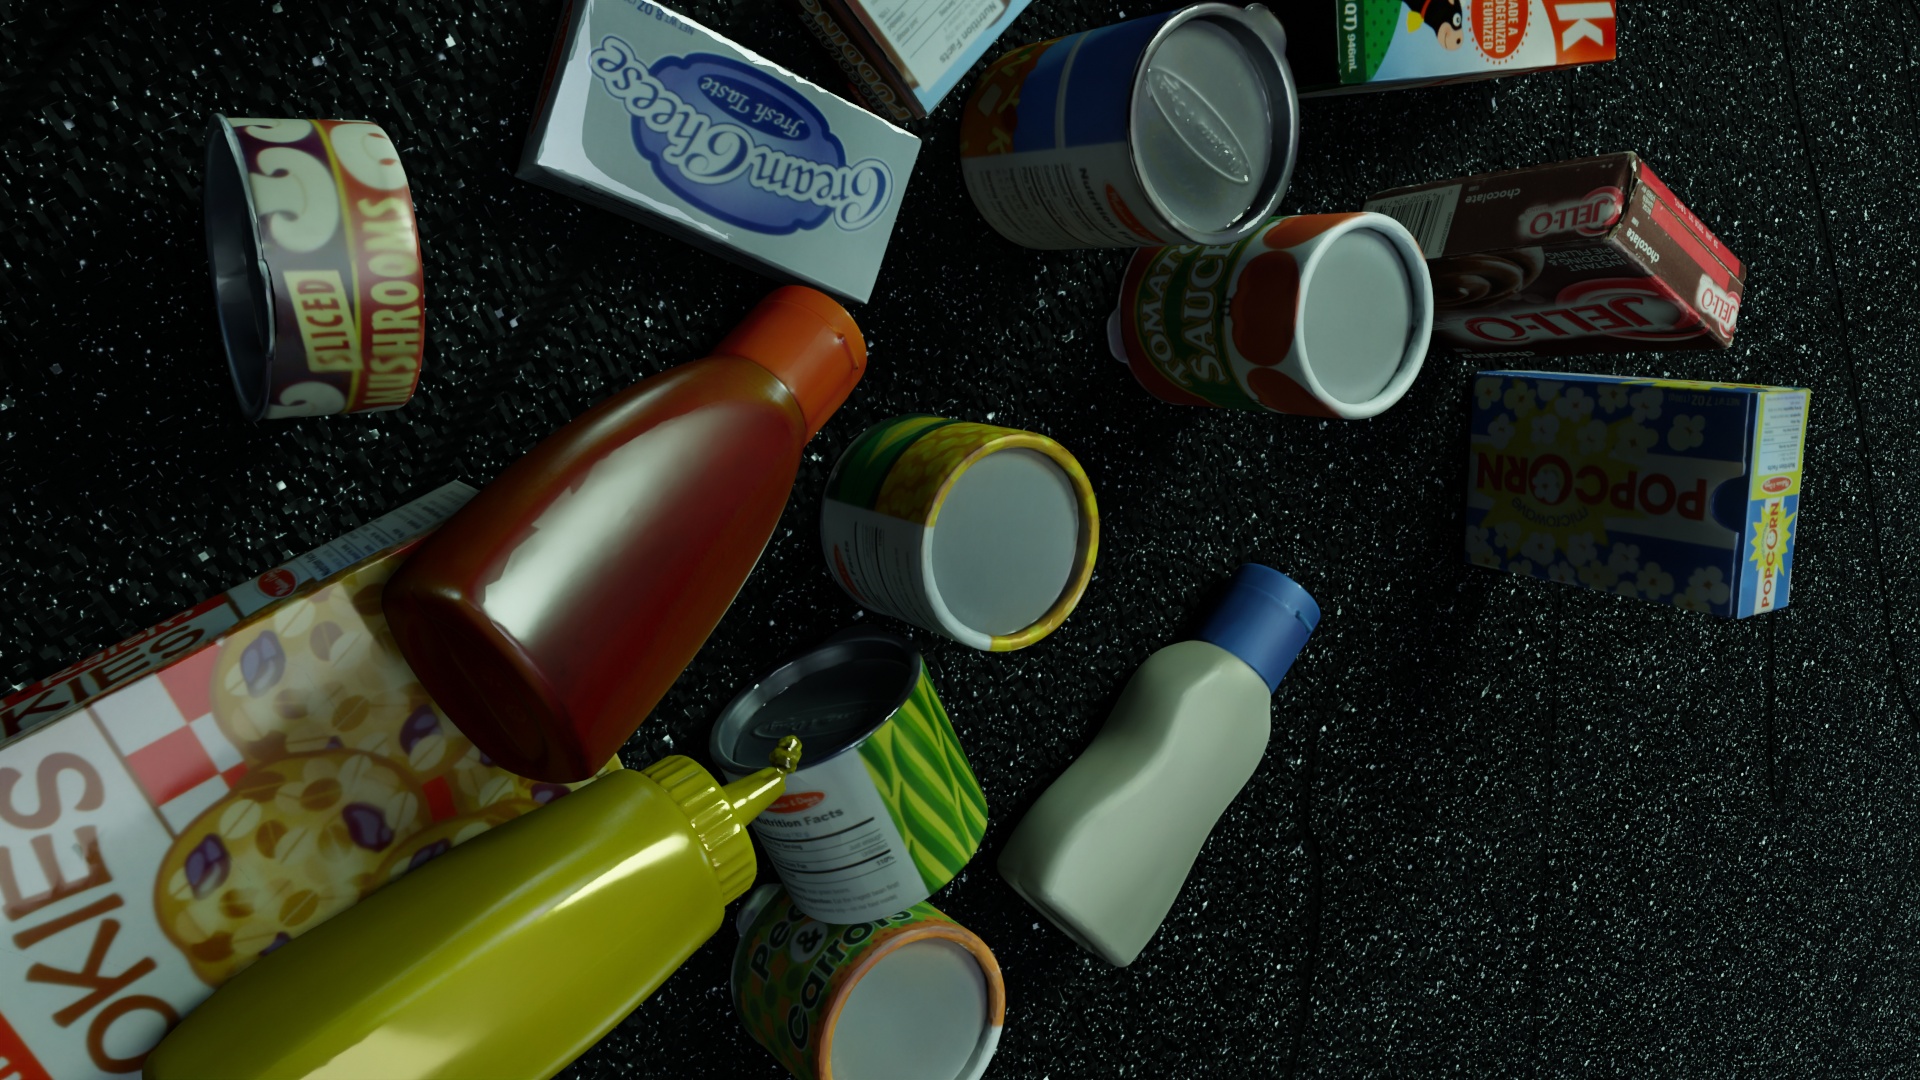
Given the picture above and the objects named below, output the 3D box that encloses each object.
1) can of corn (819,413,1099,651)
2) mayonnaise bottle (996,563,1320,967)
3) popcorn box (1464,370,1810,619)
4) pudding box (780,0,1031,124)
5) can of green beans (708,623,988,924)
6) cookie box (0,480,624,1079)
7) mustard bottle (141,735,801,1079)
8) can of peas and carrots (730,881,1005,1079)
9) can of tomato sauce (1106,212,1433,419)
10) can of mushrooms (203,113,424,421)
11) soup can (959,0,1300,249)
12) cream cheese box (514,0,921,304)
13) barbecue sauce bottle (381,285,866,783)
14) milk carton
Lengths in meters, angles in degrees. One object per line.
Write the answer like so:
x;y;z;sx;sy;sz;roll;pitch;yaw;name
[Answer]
0.002;-0.005;0.424;0.071;0.058;0.071;-7;103;-33;can of corn
0.077;0.076;0.502;0.148;0.041;0.064;-53;124;-17;mayonnaise bottle
0.266;-0.023;0.560;0.038;0.127;0.085;-5;101;-29;popcorn box
-0.006;-0.168;0.408;0.084;0.030;0.049;-52;121;-16;pudding box
-0.032;0.069;0.410;0.071;0.071;0.057;-35;117;-24;can of green beans
-0.167;0.079;0.335;0.168;0.040;0.122;-31;115;-26;cookie box
-0.097;0.092;0.323;0.161;0.065;0.048;-30;111;-32;mustard bottle
-0.030;0.138;0.428;0.071;0.059;0.070;-7;102;-34;can of peas and carrots
0.103;-0.076;0.466;0.071;0.083;0.071;-7;102;-34;can of tomato sauce
-0.144;-0.059;0.308;0.033;0.071;0.071;-8;103;-35;can of mushrooms
0.050;-0.124;0.421;0.071;0.084;0.071;-7;103;-33;soup can
-0.064;-0.106;0.383;0.104;0.024;0.053;17;90;-35;cream cheese box
-0.073;-0.012;0.352;0.149;0.043;0.064;-56;134;-41;barbecue sauce bottle
0.171;-0.201;0.496;0.191;0.073;0.072;-15;107;-32;milk carton
